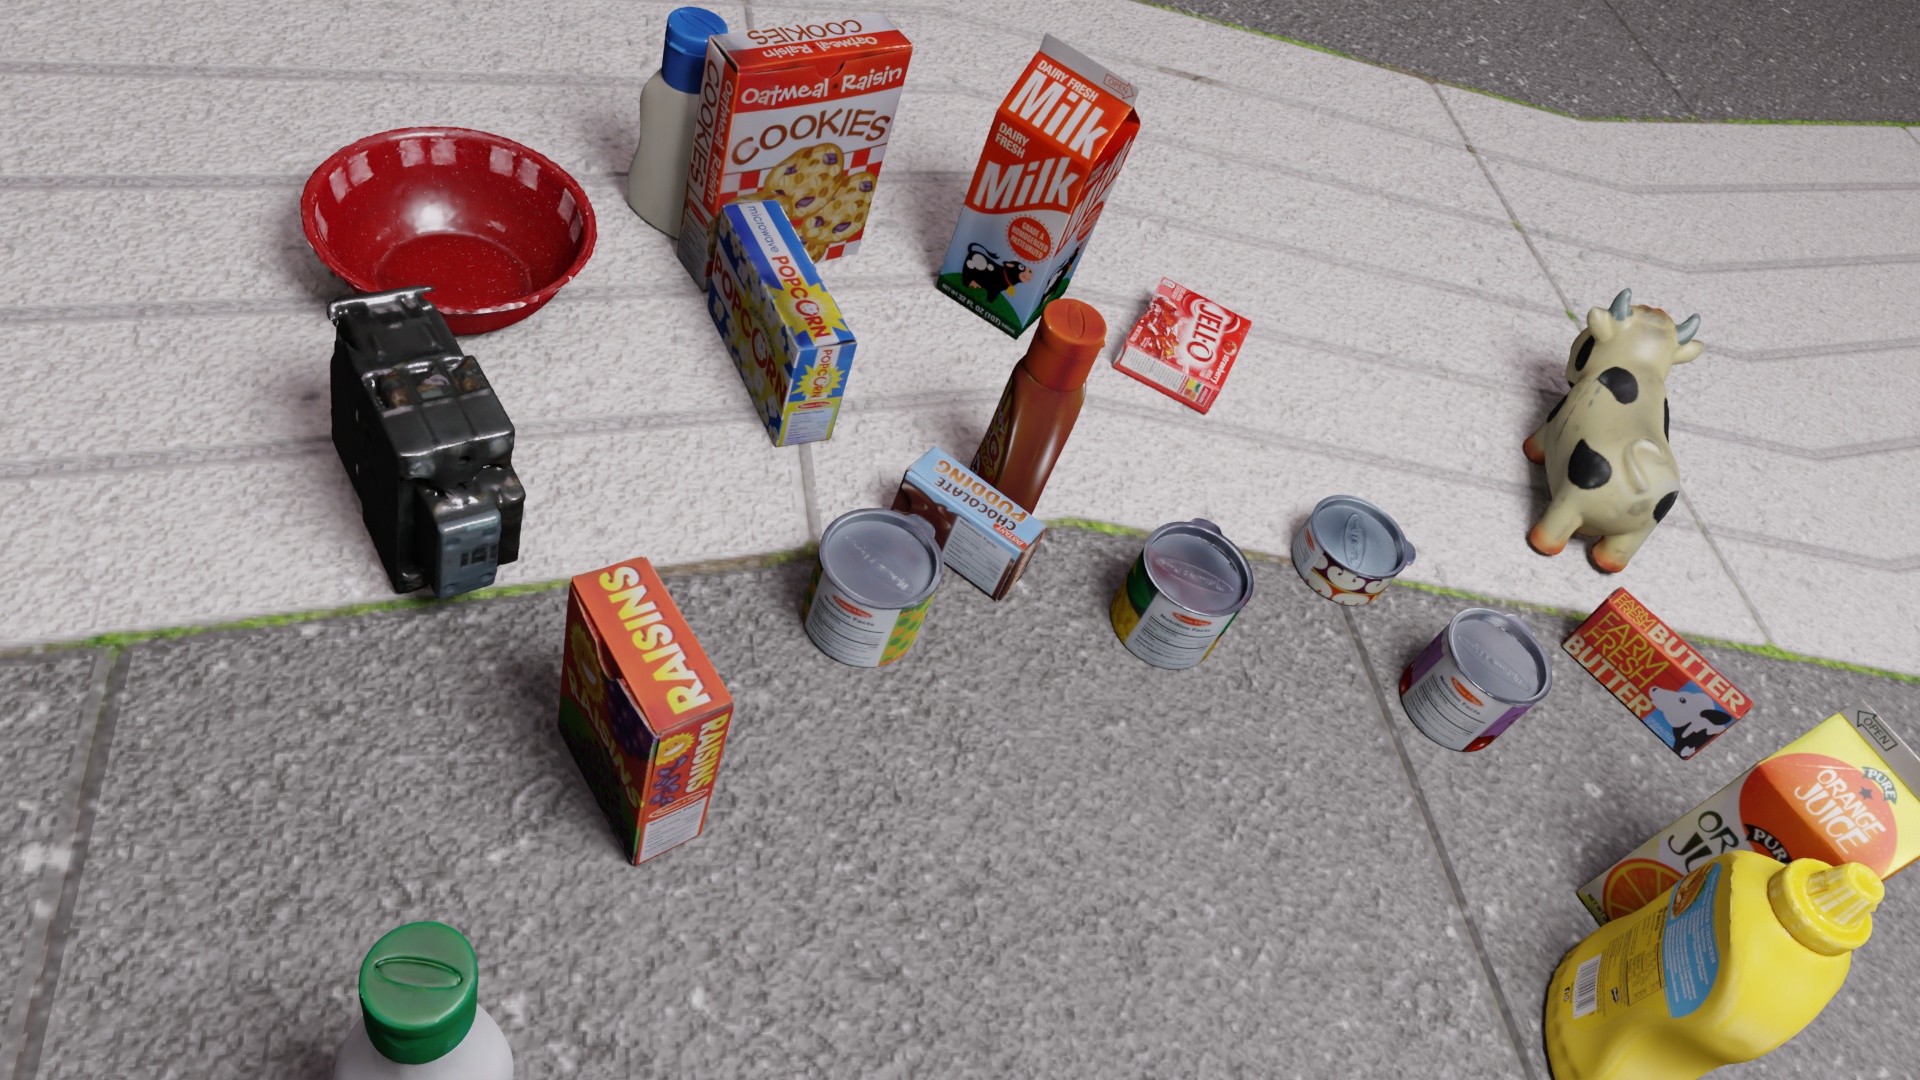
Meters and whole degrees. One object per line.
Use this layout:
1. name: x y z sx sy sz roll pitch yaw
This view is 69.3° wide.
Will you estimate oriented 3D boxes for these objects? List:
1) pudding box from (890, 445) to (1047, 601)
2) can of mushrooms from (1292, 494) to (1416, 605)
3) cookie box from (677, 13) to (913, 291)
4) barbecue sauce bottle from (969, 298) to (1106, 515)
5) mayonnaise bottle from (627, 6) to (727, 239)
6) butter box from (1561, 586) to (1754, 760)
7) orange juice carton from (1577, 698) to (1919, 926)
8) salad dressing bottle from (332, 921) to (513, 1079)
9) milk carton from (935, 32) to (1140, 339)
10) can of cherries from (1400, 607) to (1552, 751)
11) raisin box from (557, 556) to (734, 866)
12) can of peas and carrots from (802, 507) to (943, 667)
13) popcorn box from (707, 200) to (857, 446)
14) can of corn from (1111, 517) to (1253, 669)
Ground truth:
1. pudding box: 0.003 -0.010 0.798 0.084 0.049 0.030 36 49 11
2. can of mushrooms: 0.249 0.007 0.881 0.071 0.033 0.071 10 50 -12
3. cookie box: -0.106 -0.241 0.871 0.123 0.166 0.040 -22 62 -32
4. barbecue sauce bottle: 0.043 -0.073 0.798 0.044 0.147 0.065 10 50 -12
5. mayonnaise bottle: -0.174 -0.261 0.876 0.065 0.147 0.041 34 49 9
6. butter box: 0.435 0.083 0.871 0.024 0.052 0.104 -27 65 -34
7. orange juice carton: 0.416 0.158 0.710 0.073 0.191 0.072 -15 59 -29
8. salad dressing bottle: -0.195 0.184 0.504 0.064 0.146 0.044 13 49 -9
9. milk carton: 0.054 -0.232 0.904 0.072 0.189 0.074 34 49 9
10. can of cherries: 0.306 0.082 0.823 0.071 0.058 0.072 10 50 -12
11. raisin box: -0.145 0.078 0.624 0.040 0.122 0.086 -19 61 -31
12. can of peas and carrots: -0.047 0.024 0.746 0.071 0.058 0.071 10 50 -12
13. popcorn box: -0.110 -0.131 0.834 0.038 0.084 0.127 -13 57 -28
14. can of corn: 0.127 0.031 0.803 0.071 0.058 0.071 10 50 -12
